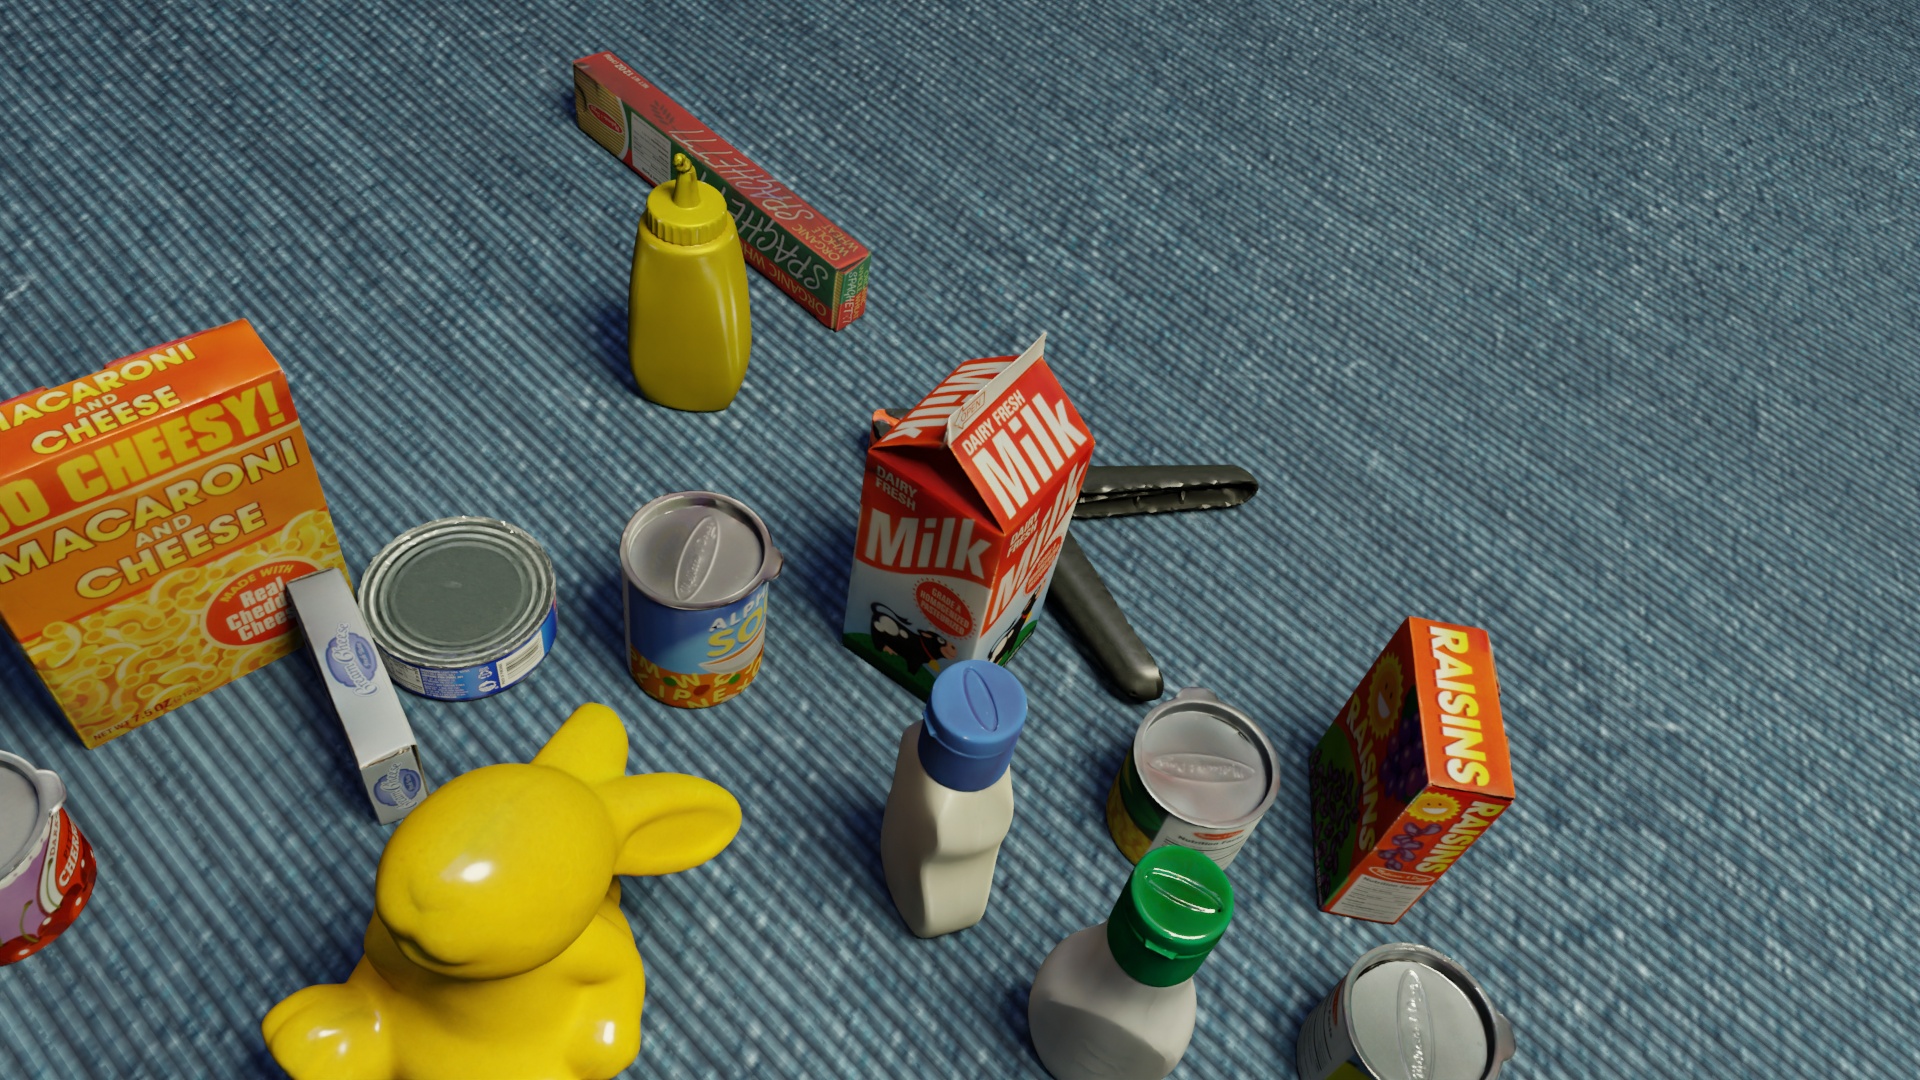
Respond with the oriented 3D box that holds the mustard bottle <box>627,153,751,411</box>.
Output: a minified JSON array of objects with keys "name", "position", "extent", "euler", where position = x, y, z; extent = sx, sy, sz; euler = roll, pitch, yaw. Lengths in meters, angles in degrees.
[{"name":"mustard bottle","position":[-0.140,-0.136,0.720],"extent":[0.065,0.159,0.049],"euler":[8,50,-5]}]

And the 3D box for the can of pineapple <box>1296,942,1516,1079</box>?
[{"name":"can of pineapple","position":[0.180,0.208,0.568],"extent":[0.071,0.057,0.071],"euler":[6,51,-7]}]

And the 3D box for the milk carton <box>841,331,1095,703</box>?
[{"name":"milk carton","position":[0.002,-0.008,0.624],"extent":[0.073,0.189,0.073],"euler":[33,53,15]}]

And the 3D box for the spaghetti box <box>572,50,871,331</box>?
[{"name":"spaghetti box","position":[-0.150,-0.218,0.856],"extent":[0.250,0.049,0.029],"euler":[40,55,20]}]

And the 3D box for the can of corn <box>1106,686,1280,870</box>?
[{"name":"can of corn","position":[0.104,0.112,0.632],"extent":[0.071,0.058,0.071],"euler":[6,51,-7]}]

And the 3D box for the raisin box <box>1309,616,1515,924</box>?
[{"name":"raisin box","position":[0.196,0.104,0.614],"extent":[0.040,0.122,0.086],"euler":[11,50,-2]}]

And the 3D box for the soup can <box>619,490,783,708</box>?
[{"name":"soup can","position":[-0.119,0.029,0.639],"extent":[0.071,0.083,0.072],"euler":[6,51,-7]}]

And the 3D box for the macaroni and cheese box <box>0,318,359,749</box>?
[{"name":"macaroni and cheese box","position":[-0.327,0.000,0.568],"extent":[0.124,0.165,0.040],"euler":[-31,63,-30]}]

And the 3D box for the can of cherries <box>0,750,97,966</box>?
[{"name":"can of cherries","position":[-0.373,0.122,0.530],"extent":[0.071,0.058,0.072],"euler":[6,51,-7]}]

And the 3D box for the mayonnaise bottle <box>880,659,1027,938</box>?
[{"name":"mayonnaise bottle","position":[-0.003,0.103,0.559],"extent":[0.041,0.147,0.065],"euler":[-9,54,-18]}]

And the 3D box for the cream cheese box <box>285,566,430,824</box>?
[{"name":"cream cheese box","position":[-0.260,0.067,0.600],"extent":[0.024,0.053,0.104],"euler":[-22,58,-26]}]

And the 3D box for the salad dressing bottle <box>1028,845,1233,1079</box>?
[{"name":"salad dressing bottle","position":[0.065,0.164,0.523],"extent":[0.064,0.146,0.044],"euler":[24,51,9]}]
